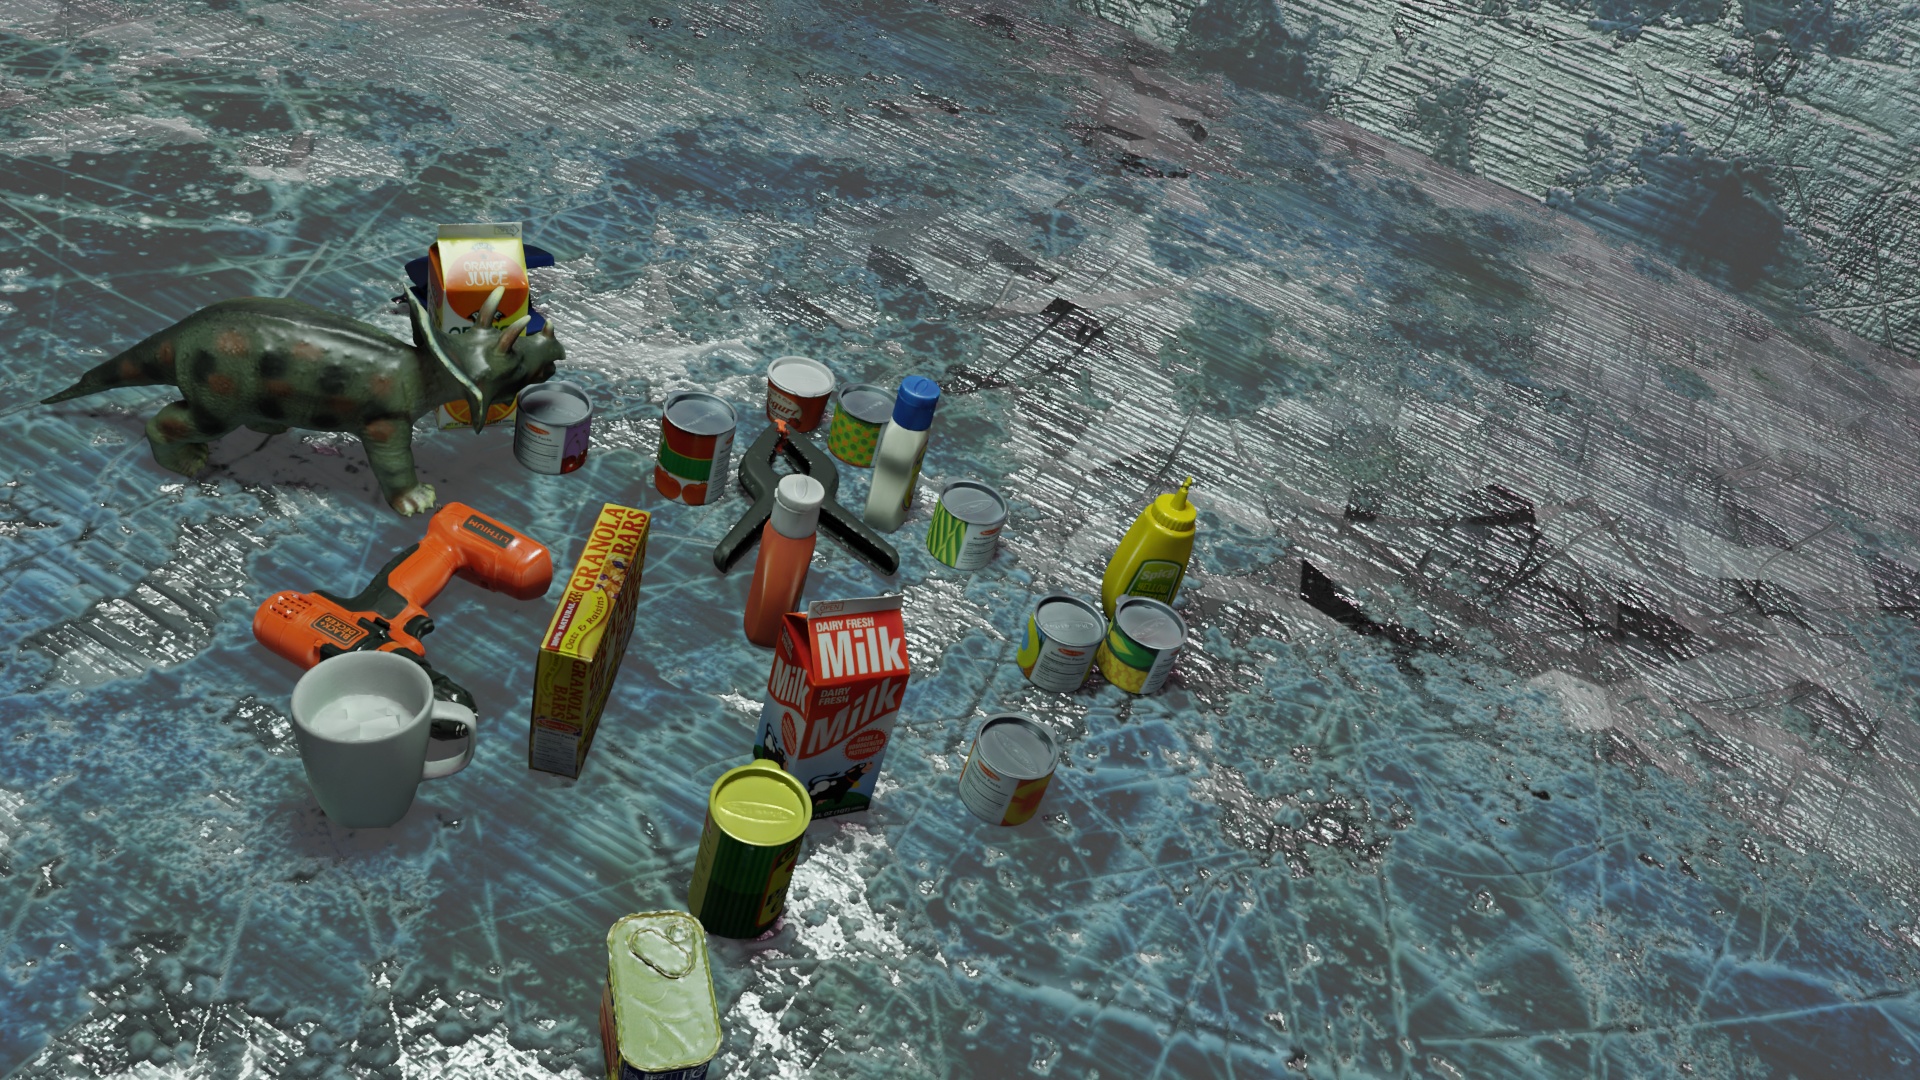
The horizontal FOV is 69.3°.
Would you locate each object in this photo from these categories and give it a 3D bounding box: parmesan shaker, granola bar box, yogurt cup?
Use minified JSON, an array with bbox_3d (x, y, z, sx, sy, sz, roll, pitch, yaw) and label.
[{"bbox_3d":[-0.140,0.205,0.920,0.071,0.102,0.072,12,37,-9],"label":"parmesan shaker"},{"bbox_3d":[-0.271,0.071,1.018,0.039,0.123,0.166,14,37,-6],"label":"granola bar box"},{"bbox_3d":[-0.163,-0.145,1.392,0.072,0.053,0.073,11,37,-9],"label":"yogurt cup"}]

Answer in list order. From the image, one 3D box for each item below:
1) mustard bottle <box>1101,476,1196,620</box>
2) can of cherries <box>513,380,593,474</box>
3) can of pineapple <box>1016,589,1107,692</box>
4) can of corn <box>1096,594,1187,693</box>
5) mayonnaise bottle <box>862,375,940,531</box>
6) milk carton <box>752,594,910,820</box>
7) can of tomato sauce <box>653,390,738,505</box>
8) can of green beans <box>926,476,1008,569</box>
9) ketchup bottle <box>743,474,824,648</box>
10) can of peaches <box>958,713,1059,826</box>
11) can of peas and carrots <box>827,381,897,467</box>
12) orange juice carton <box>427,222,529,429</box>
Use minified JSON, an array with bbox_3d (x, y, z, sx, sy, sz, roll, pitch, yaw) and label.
[{"bbox_3d":[0.177,0.008,1.253,0.065,0.159,0.049,6,39,-16],"label":"mustard bottle"},{"bbox_3d":[-0.365,-0.102,1.251,0.071,0.058,0.072,11,37,-9],"label":"can of cherries"},{"bbox_3d":[0.087,0.087,1.200,0.071,0.057,0.071,11,37,-9],"label":"can of pineapple"},{"bbox_3d":[0.157,0.091,1.224,0.071,0.058,0.071,11,37,-9],"label":"can of corn"},{"bbox_3d":[-0.053,-0.081,1.280,0.041,0.147,0.065,22,37,5],"label":"mayonnaise bottle"},{"bbox_3d":[-0.091,0.111,0.987,0.072,0.189,0.074,-4,42,-27],"label":"milk carton"},{"bbox_3d":[-0.242,-0.084,1.258,0.071,0.082,0.071,12,37,-9],"label":"can of tomato sauce"},{"bbox_3d":[0.006,-0.015,1.295,0.071,0.057,0.071,11,37,-9],"label":"can of green beans"},{"bbox_3d":[-0.142,0.015,1.121,0.043,0.148,0.065,10,38,-11],"label":"ketchup bottle"},{"bbox_3d":[0.038,0.176,1.068,0.071,0.057,0.071,11,37,-9],"label":"can of peaches"},{"bbox_3d":[-0.097,-0.115,1.378,0.071,0.058,0.071,11,37,-9],"label":"can of peas and carrots"},{"bbox_3d":[-0.430,-0.196,1.232,0.072,0.191,0.073,-7,44,-30],"label":"orange juice carton"}]
